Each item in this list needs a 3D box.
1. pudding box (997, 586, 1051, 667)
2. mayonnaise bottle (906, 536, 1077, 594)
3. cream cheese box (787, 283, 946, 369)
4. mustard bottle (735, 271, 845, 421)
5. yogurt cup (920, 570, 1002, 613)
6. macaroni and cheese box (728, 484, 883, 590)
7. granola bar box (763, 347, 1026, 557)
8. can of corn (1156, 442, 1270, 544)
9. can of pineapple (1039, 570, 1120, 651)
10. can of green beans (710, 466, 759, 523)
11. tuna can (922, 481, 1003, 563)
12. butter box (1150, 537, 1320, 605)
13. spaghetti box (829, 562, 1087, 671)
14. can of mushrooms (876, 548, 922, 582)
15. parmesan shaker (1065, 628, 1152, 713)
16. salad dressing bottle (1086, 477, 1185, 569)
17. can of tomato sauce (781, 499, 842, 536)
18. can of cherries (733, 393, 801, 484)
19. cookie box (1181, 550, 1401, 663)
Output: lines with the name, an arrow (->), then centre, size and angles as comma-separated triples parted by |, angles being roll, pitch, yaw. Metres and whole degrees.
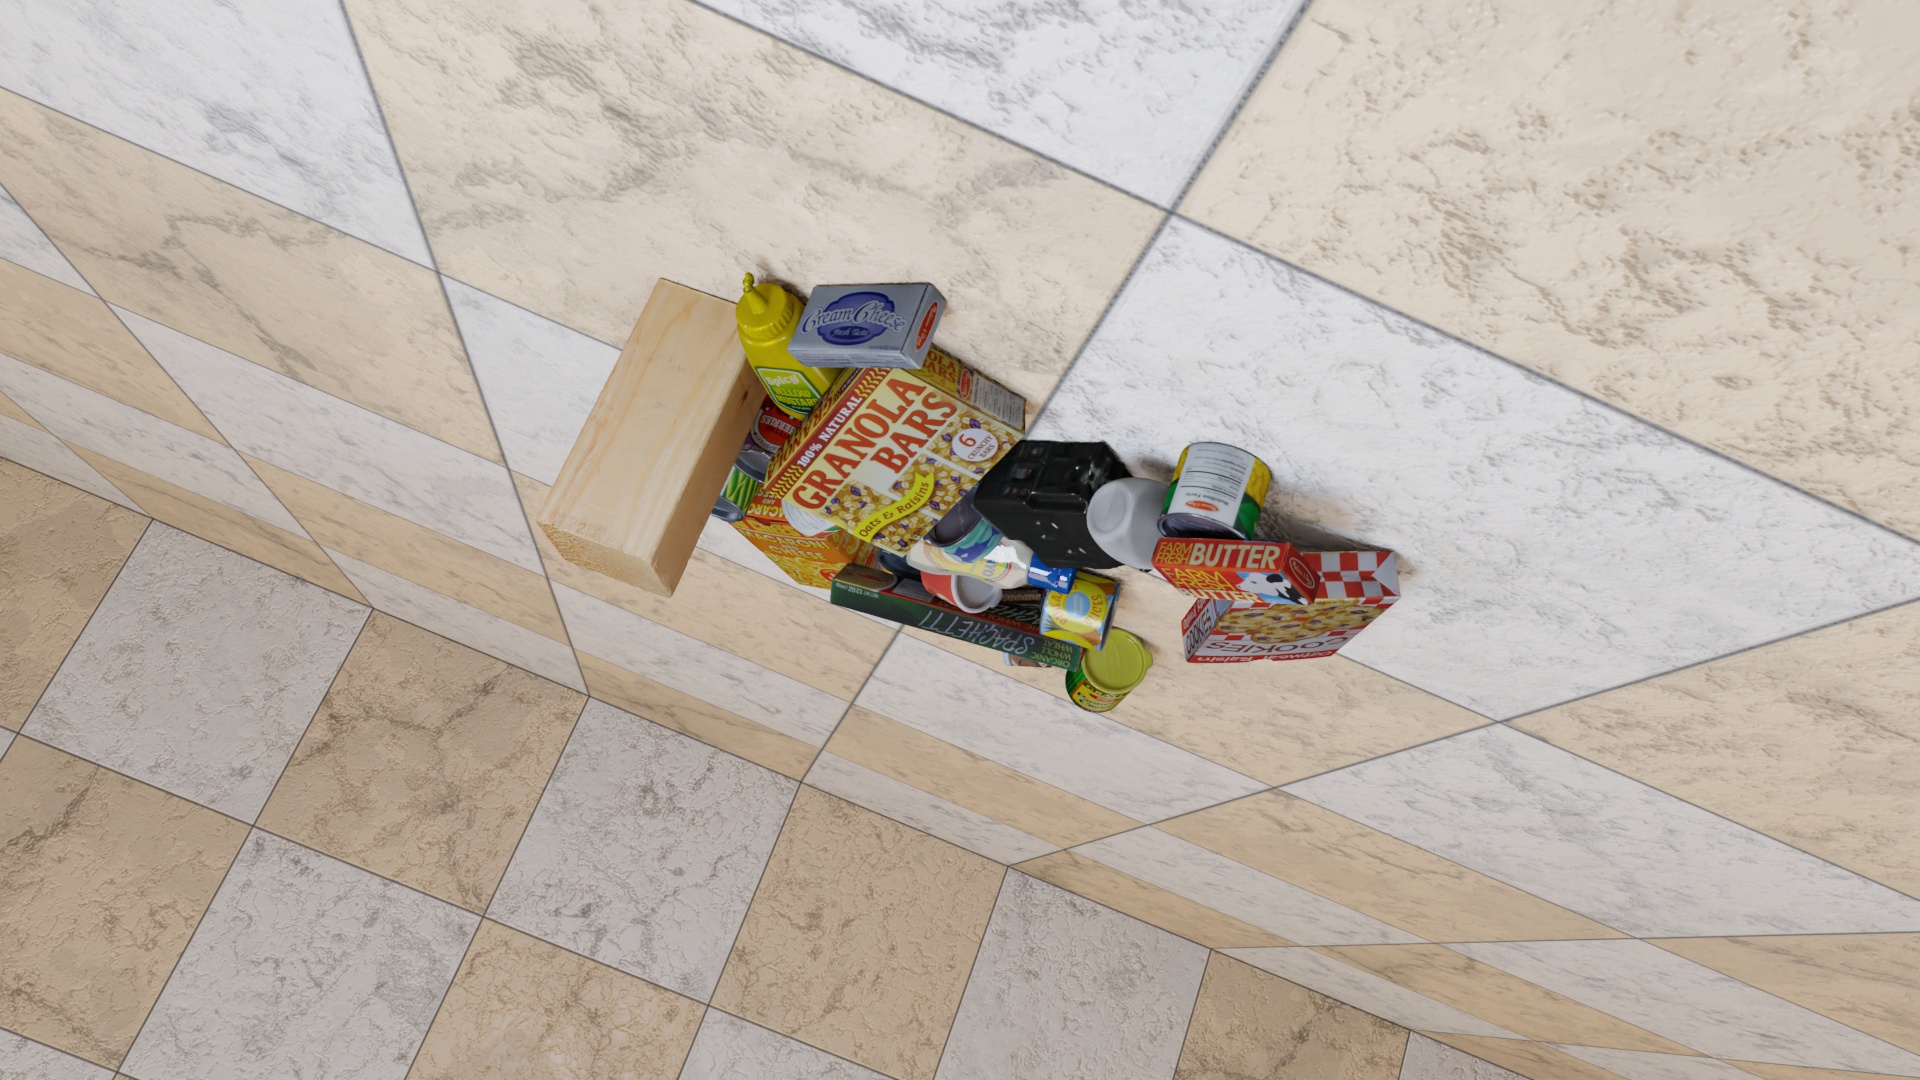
pudding box -> 0.063, 0.085, 1.363 | 0.049, 0.030, 0.083 | 0, 128, 18
mayonnaise bottle -> 0.029, 0.011, 1.219 | 0.148, 0.041, 0.064 | 15, 114, 12
cream cheese box -> -0.064, -0.142, 0.922 | 0.104, 0.053, 0.024 | 7, 157, 36
mustard bottle -> -0.125, -0.140, 0.995 | 0.065, 0.049, 0.159 | 6, 156, 22
yogurt cup -> 0.000, 0.029, 1.292 | 0.054, 0.072, 0.072 | 13, 160, 45
macaroni and cheese box -> -0.152, 0.002, 1.408 | 0.124, 0.040, 0.166 | 8, 156, 32
granola bar box -> -0.049, -0.068, 1.011 | 0.124, 0.039, 0.164 | 27, 133, -22
can of corn -> 0.177, -0.026, 0.967 | 0.071, 0.058, 0.071 | 19, 160, 7
can of pineapple -> 0.108, 0.062, 1.256 | 0.058, 0.071, 0.070 | 16, 159, 13
can of green beans -> -0.221, -0.058, 1.297 | 0.071, 0.058, 0.071 | 19, 160, 7
tuna can -> 0.004, -0.015, 1.161 | 0.071, 0.071, 0.033 | -1, 151, 47
butter box -> 0.187, 0.021, 0.952 | 0.103, 0.024, 0.053 | 3, 154, 41
spaghetti box -> 0.000, 0.071, 1.317 | 0.250, 0.028, 0.050 | 15, -158, 12
can of mushrooms -> -0.046, 0.013, 1.341 | 0.071, 0.033, 0.070 | 19, 161, 7
parmesan shaker -> 0.149, 0.134, 1.408 | 0.071, 0.071, 0.102 | 21, 160, 2
salad dressing bottle -> 0.157, -0.004, 1.023 | 0.147, 0.064, 0.044 | 18, 176, -40
can of tomato sauce -> -0.112, -0.042, 1.219 | 0.071, 0.071, 0.083 | 28, 160, -18
can of cherries -> -0.152, -0.083, 1.161 | 0.071, 0.058, 0.071 | 20, 160, 8
cookie box -> 0.248, 0.054, 1.068 | 0.123, 0.040, 0.167 | -2, 160, -4
